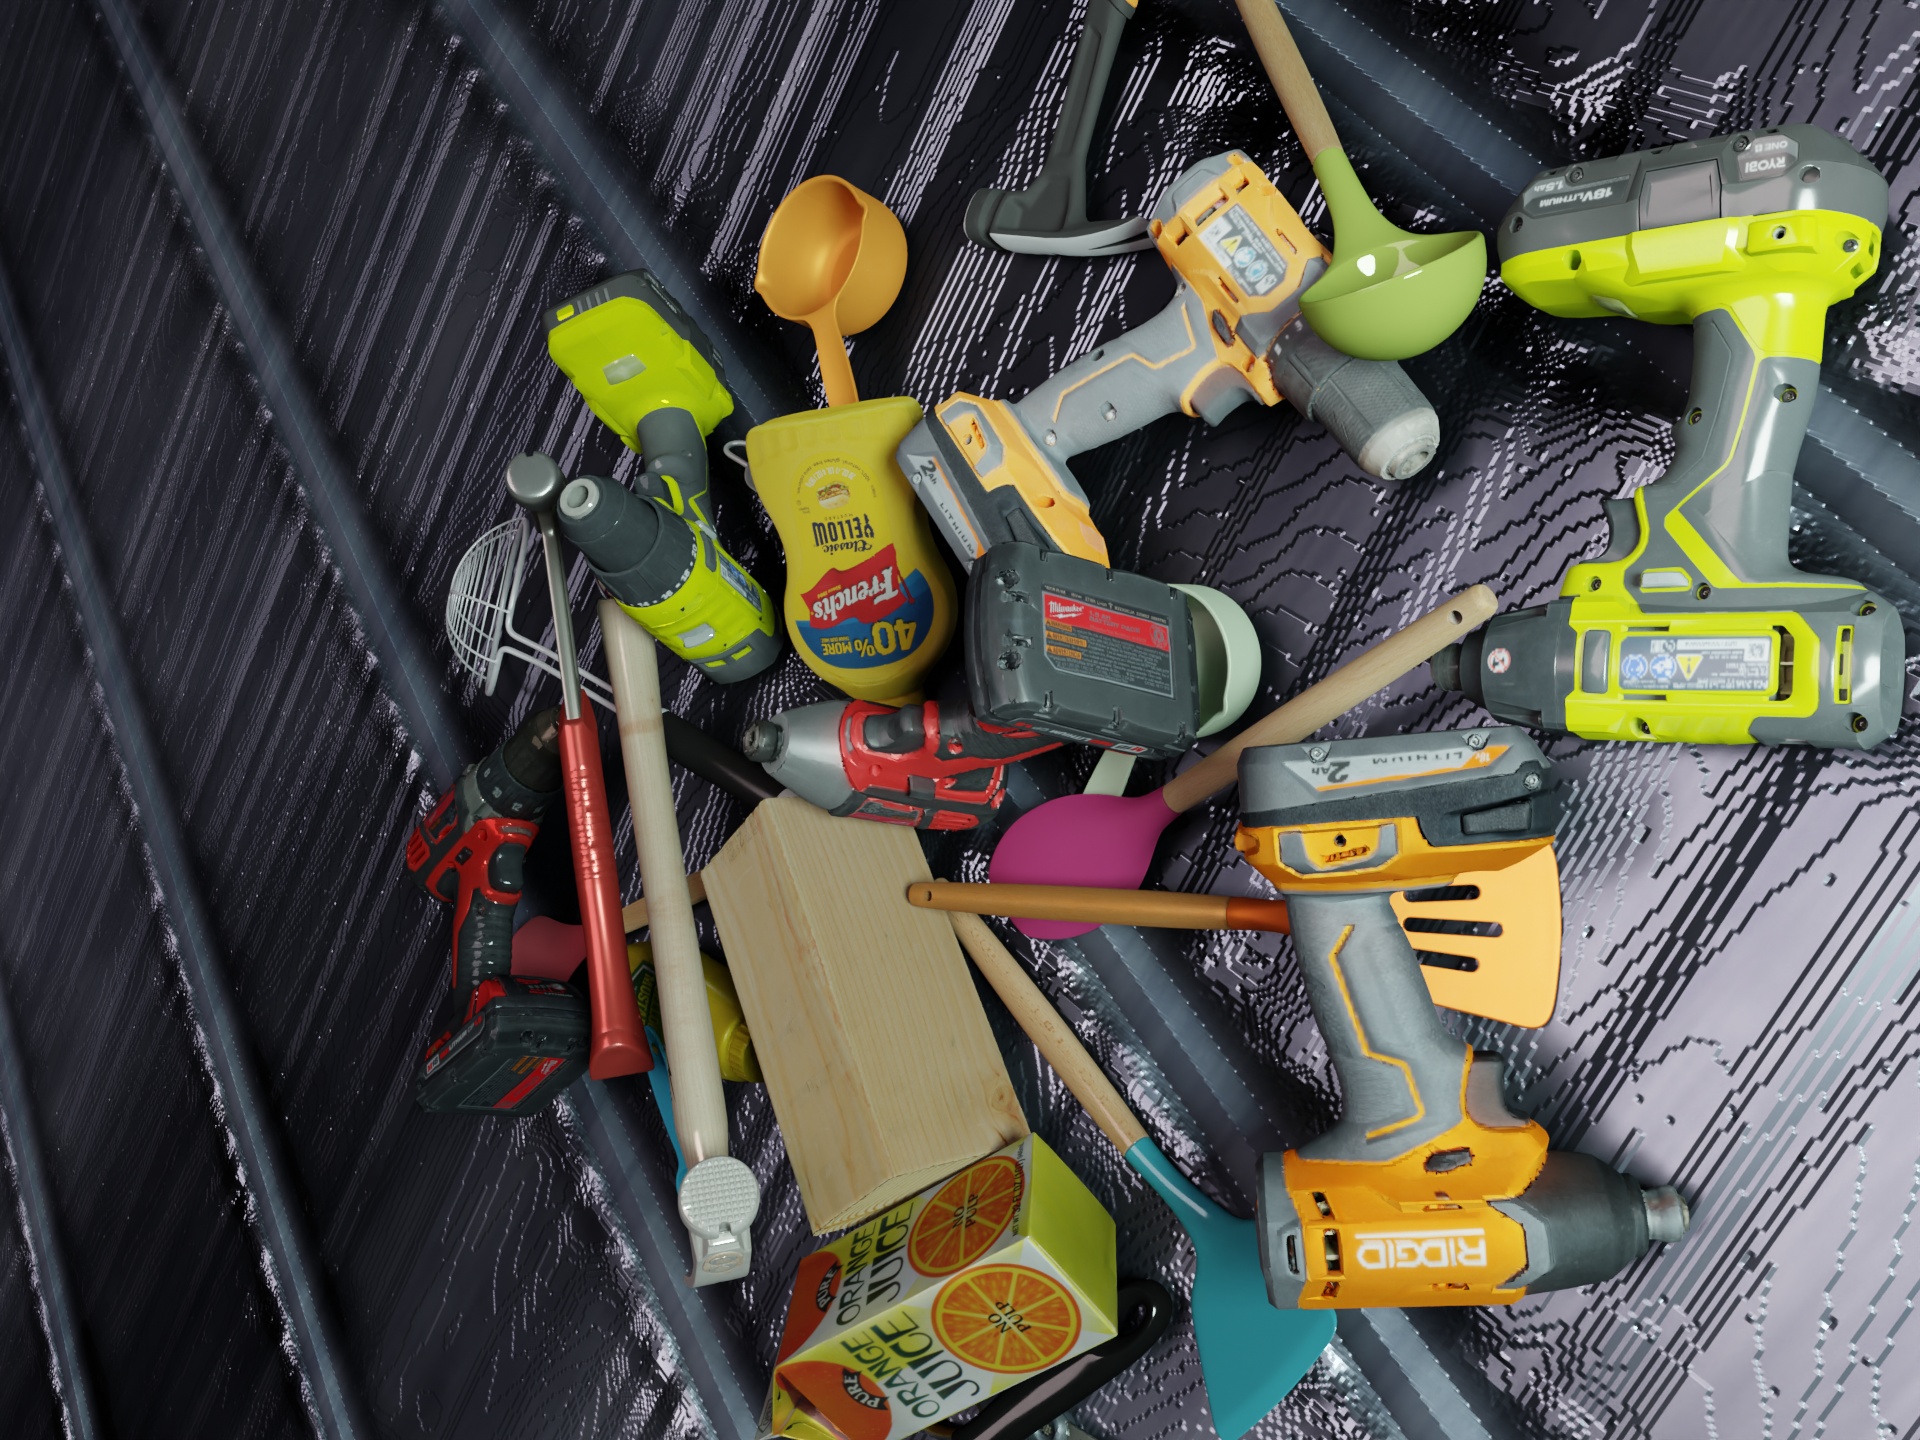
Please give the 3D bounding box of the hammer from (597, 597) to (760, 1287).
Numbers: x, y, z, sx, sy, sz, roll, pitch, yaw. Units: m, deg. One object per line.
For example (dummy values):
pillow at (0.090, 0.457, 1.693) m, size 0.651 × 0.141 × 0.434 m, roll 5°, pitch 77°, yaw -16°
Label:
hammer at (-0.167, 0.105, 0.901) m, size 0.146 × 0.038 × 0.411 m, roll 106°, pitch 154°, yaw -56°

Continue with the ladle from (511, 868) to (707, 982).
ladle at (-0.201, 0.124, 1.019) m, size 0.315 × 0.031 × 0.069 m, roll -26°, pitch 67°, yaw 32°

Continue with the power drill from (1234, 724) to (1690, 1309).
power drill at (0.193, 0.117, 0.632) m, size 0.164 × 0.084 × 0.226 m, roll -5°, pitch 88°, yaw 11°

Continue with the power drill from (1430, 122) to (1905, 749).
power drill at (0.274, -0.103, 0.628) m, size 0.171 × 0.080 × 0.223 m, roll 2°, pitch 87°, yaw 40°

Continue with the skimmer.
skimmer at (-0.221, -0.025, 1.056) m, size 0.363 × 0.090 × 0.127 m, roll 28°, pitch 110°, yaw 29°

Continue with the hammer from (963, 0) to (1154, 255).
hammer at (0.095, -0.417, 0.853) m, size 0.127 × 0.034 × 0.337 m, roll 17°, pitch 94°, yaw 41°

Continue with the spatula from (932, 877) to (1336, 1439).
spatula at (0.065, 0.187, 0.775) m, size 0.318 × 0.044 × 0.082 m, roll 49°, pitch 115°, yaw 35°

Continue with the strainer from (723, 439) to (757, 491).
strainer at (-0.028, -0.151, 0.909) m, size 0.258 × 0.050 × 0.087 m, roll -1°, pitch 39°, yaw 34°

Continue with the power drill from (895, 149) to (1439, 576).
power drill at (0.100, -0.138, 0.766) m, size 0.226 × 0.084 × 0.185 m, roll -39°, pitch 64°, yaw 16°

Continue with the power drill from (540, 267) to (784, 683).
power drill at (-0.186, -0.152, 0.948) m, size 0.080 × 0.190 × 0.229 m, roll -22°, pitch 62°, yaw 12°

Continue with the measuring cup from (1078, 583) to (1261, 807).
measuring cup at (0.095, 0.008, 0.791) m, size 0.083 × 0.038 × 0.167 m, roll 43°, pitch 125°, yaw 33°

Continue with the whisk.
whisk at (-0.011, 0.366, 0.772) m, size 0.296 × 0.073 × 0.073 m, roll -43°, pitch 58°, yaw 10°

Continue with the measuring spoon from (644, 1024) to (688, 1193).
measuring spoon at (-0.161, 0.239, 0.947) m, size 0.042 × 0.021 × 0.128 m, roll -14°, pitch 95°, yaw 42°

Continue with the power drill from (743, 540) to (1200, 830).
power drill at (-0.001, -0.002, 0.763) m, size 0.219 × 0.143 × 0.079 m, roll -28°, pitch 56°, yaw 51°

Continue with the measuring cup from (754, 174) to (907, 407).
measuring cup at (-0.065, -0.237, 0.947) m, size 0.095 × 0.052 × 0.174 m, roll -24°, pitch 70°, yaw 35°

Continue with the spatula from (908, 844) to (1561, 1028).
spatula at (0.110, 0.089, 0.744) m, size 0.323 × 0.041 × 0.081 m, roll -1°, pitch 84°, yaw 37°

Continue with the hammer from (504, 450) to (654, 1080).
hammer at (-0.224, 0.030, 0.946) m, size 0.149 × 0.036 × 0.359 m, roll 133°, pitch 128°, yaw -80°

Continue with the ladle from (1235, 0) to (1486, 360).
ladle at (0.160, -0.284, 0.733) m, size 0.078 × 0.062 × 0.320 m, roll -19°, pitch 56°, yaw 12°

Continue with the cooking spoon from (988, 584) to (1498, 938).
cooking spoon at (0.116, 0.025, 0.736) m, size 0.319 × 0.017 × 0.069 m, roll -38°, pitch 81°, yaw 41°

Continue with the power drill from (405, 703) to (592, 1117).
power drill at (-0.283, 0.117, 1.011) m, size 0.188 × 0.080 × 0.227 m, roll -41°, pitch 50°, yaw 33°
